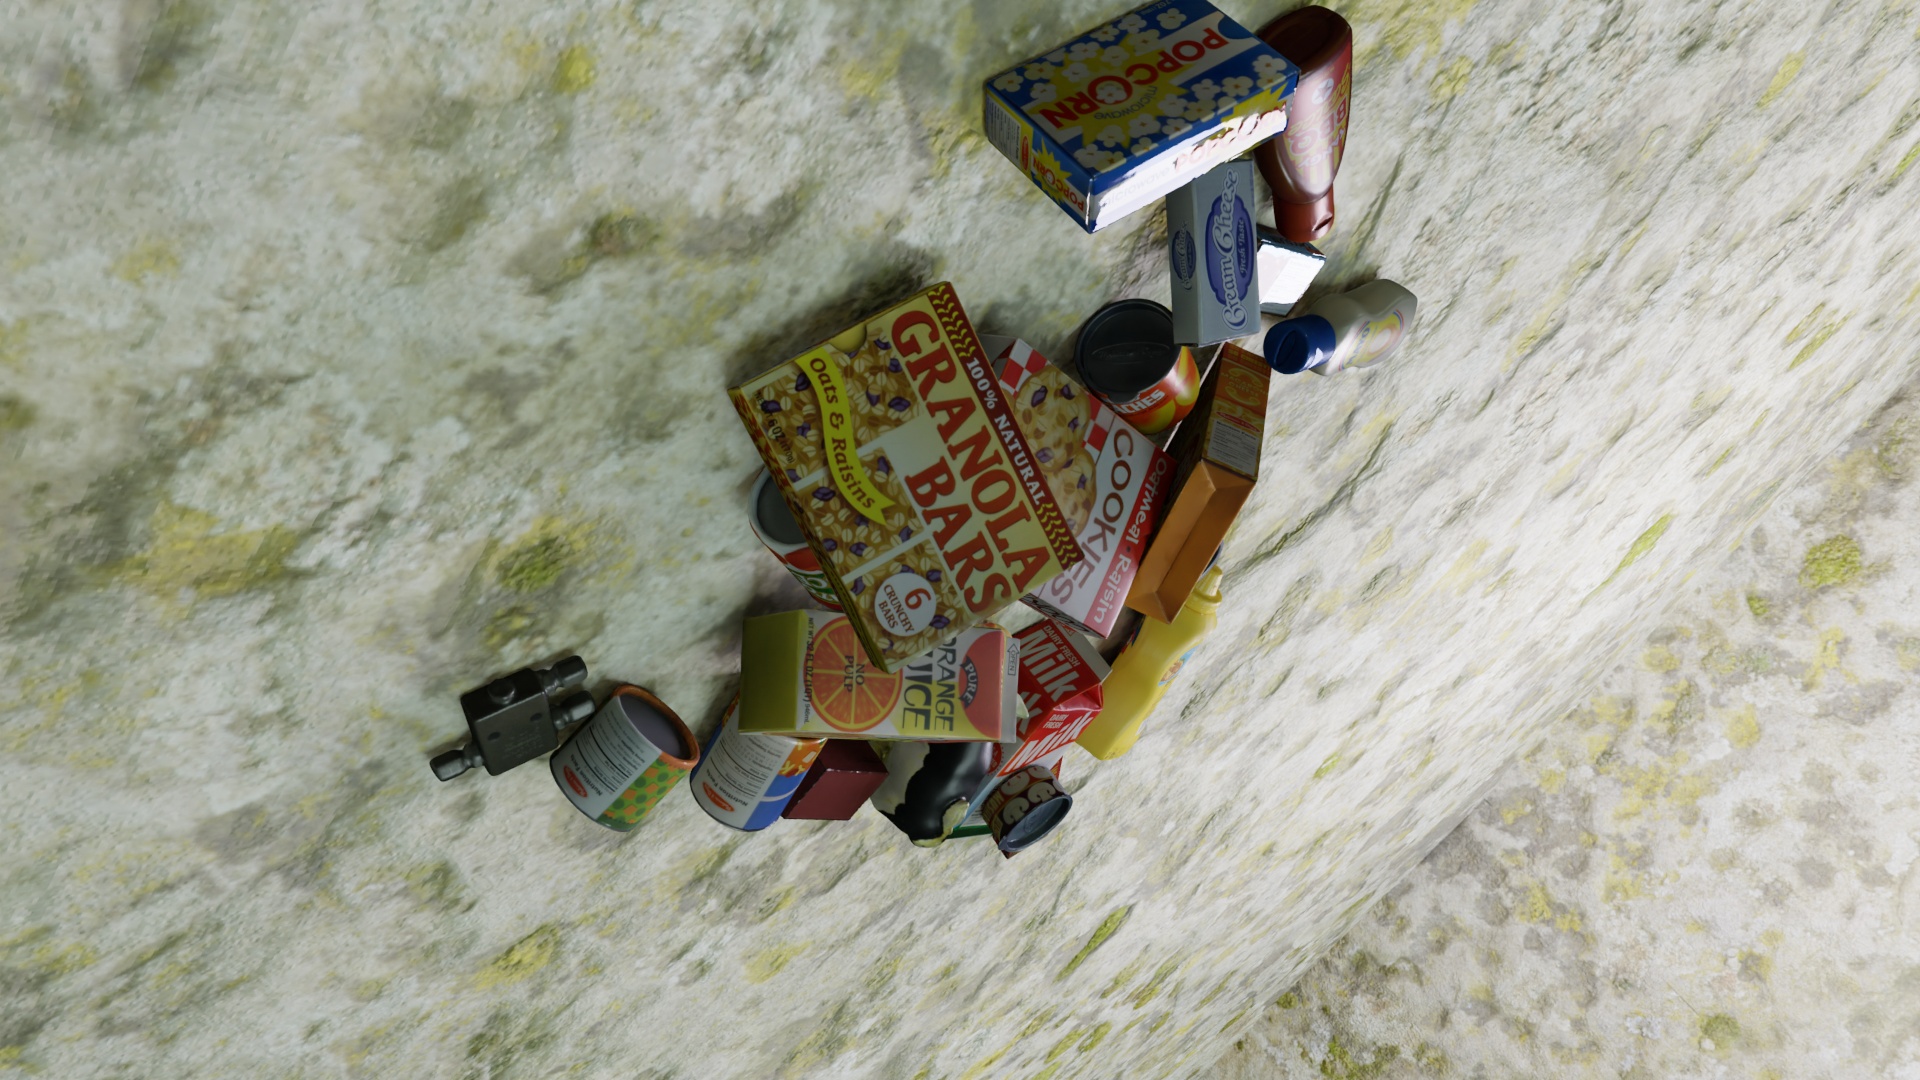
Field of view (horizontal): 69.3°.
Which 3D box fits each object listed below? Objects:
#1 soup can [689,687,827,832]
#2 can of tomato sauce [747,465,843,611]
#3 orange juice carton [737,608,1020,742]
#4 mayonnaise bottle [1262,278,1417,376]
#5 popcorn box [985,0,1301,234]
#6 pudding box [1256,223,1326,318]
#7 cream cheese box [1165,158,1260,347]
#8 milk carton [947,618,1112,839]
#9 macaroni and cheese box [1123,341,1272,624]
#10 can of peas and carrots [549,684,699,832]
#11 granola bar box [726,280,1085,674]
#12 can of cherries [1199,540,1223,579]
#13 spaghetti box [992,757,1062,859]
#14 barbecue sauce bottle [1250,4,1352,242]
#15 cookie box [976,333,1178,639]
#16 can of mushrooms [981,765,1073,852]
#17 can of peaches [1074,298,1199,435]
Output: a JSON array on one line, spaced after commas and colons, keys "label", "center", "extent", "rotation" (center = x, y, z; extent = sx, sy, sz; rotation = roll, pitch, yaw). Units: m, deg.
[{"label": "soup can", "center": [-0.128, 0.136, 0.905], "extent": [0.071, 0.071, 0.083], "rotation": [0, 131, -47]}, {"label": "can of tomato sauce", "center": [-0.073, -0.005, 0.778], "extent": [0.071, 0.071, 0.083], "rotation": [-38, 149, -3]}, {"label": "orange juice carton", "center": [-0.038, 0.089, 0.871], "extent": [0.193, 0.072, 0.073], "rotation": [9, 167, -37]}, {"label": "mayonnaise bottle", "center": [0.266, -0.145, 0.975], "extent": [0.149, 0.041, 0.064], "rotation": [-20, 141, -45]}, {"label": "popcorn box", "center": [0.087, -0.210, 0.672], "extent": [0.127, 0.085, 0.038], "rotation": [-31, 149, -17]}, {"label": "pudding box", "center": [0.192, -0.174, 0.888], "extent": [0.084, 0.030, 0.049], "rotation": [-2, 133, -46]}, {"label": "cream cheese box", "center": [0.146, -0.167, 0.801], "extent": [0.053, 0.024, 0.103], "rotation": [-15, 107, -35]}, {"label": "milk carton", "center": [0.041, 0.144, 1.093], "extent": [0.073, 0.072, 0.190], "rotation": [10, 125, -52]}, {"label": "macaroni and cheese box", "center": [0.159, -0.041, 0.921], "extent": [0.167, 0.040, 0.123], "rotation": [-65, 180, -54]}, {"label": "can of peas and carrots", "center": [-0.196, 0.127, 0.820], "extent": [0.058, 0.071, 0.071], "rotation": [-45, 149, 8]}, {"label": "granola bar box", "center": [-0.026, -0.033, 0.718], "extent": [0.124, 0.165, 0.039], "rotation": [-30, -169, -16]}, {"label": "can of cherries", "center": [0.152, 0.001, 1.043], "extent": [0.072, 0.058, 0.071], "rotation": [-28, 148, -19]}, {"label": "spaghetti box", "center": [0.063, 0.208, 1.240], "extent": [0.050, 0.029, 0.248], "rotation": [-26, 147, -22]}, {"label": "barbecue sauce bottle", "center": [0.196, -0.233, 0.803], "extent": [0.065, 0.044, 0.148], "rotation": [-39, 150, -6]}, {"label": "cookie box", "center": [0.050, -0.028, 0.821], "extent": [0.167, 0.040, 0.123], "rotation": [31, 78, -41]}, {"label": "can of mushrooms", "center": [0.050, 0.210, 1.082], "extent": [0.071, 0.033, 0.070], "rotation": [-28, 149, -19]}, {"label": "can of peaches", "center": [0.109, -0.103, 0.850], "extent": [0.071, 0.071, 0.058], "rotation": [-41, 150, 1]}]
